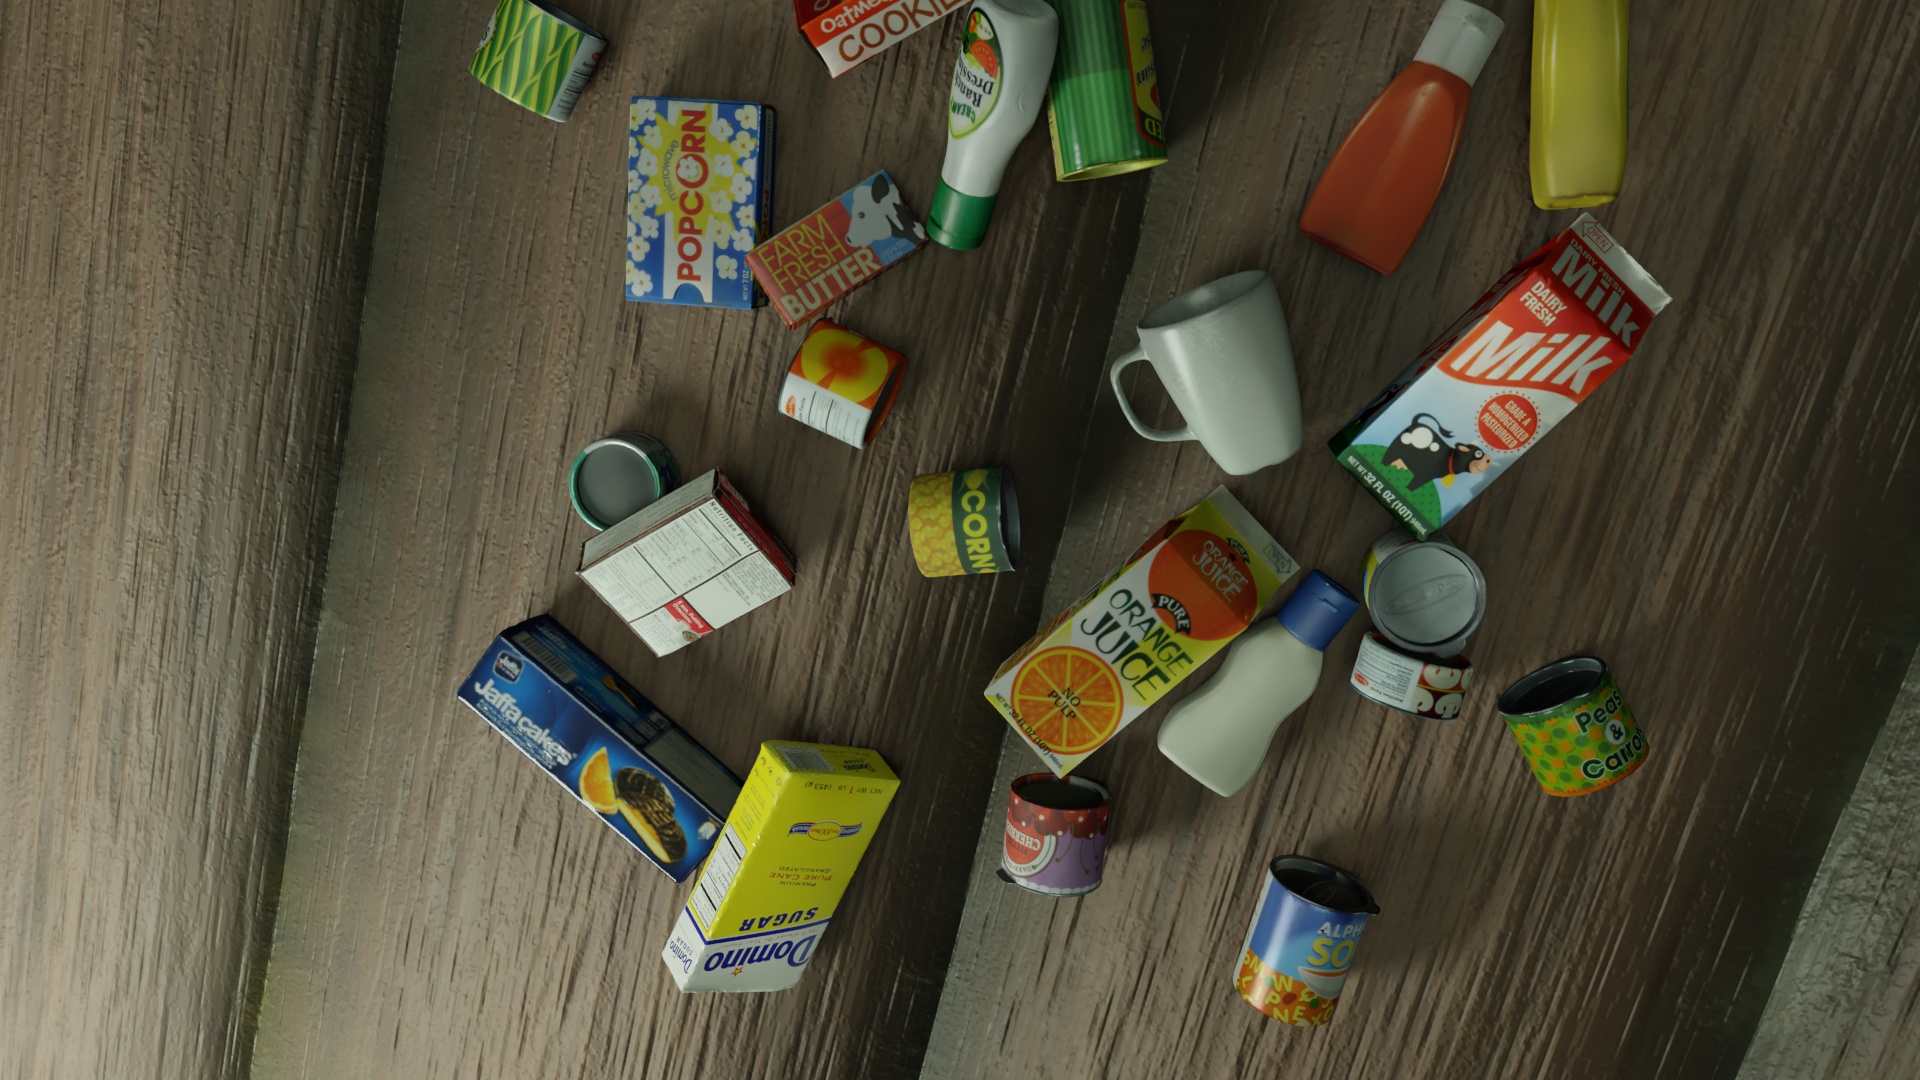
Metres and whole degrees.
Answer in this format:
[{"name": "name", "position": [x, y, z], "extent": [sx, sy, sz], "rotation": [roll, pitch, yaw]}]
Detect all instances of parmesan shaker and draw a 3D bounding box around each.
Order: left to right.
[{"name": "parmesan shaker", "position": [0.080, -0.265, 0.802], "extent": [0.071, 0.071, 0.103], "rotation": [-8, 99, 12]}]

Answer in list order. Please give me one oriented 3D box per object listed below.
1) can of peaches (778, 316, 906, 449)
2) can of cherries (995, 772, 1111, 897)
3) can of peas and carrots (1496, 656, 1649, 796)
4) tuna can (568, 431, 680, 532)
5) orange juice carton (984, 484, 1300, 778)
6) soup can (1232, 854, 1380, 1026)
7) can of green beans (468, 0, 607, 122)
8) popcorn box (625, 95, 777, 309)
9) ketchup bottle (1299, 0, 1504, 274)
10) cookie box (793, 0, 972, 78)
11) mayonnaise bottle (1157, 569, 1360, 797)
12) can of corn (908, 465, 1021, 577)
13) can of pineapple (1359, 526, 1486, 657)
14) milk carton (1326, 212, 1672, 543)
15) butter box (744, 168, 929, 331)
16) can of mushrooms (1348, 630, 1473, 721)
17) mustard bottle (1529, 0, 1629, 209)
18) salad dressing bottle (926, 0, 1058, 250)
[{"name": "can of peaches", "position": [-0.071, -0.099, 0.865], "extent": [0.058, 0.071, 0.071], "rotation": [25, 104, 5]}, {"name": "can of cherries", "position": [0.059, 0.187, 0.890], "extent": [0.071, 0.071, 0.058], "rotation": [8, 102, 9]}, {"name": "can of peas and carrots", "position": [0.364, 0.110, 0.821], "extent": [0.071, 0.071, 0.058], "rotation": [-29, 95, 14]}, {"name": "tuna can", "position": [-0.223, -0.035, 0.920], "extent": [0.071, 0.033, 0.071], "rotation": [2, 100, 10]}, {"name": "orange juice carton", "position": [0.111, 0.053, 0.855], "extent": [0.192, 0.073, 0.072], "rotation": [-42, 91, 14]}, {"name": "soup can", "position": [0.217, 0.253, 0.875], "extent": [0.071, 0.071, 0.083], "rotation": [16, 104, 7]}, {"name": "can of green beans", "position": [-0.262, -0.301, 0.860], "extent": [0.071, 0.071, 0.057], "rotation": [33, 105, 3]}, {"name": "popcorn box", "position": [-0.163, -0.212, 0.874], "extent": [0.085, 0.038, 0.126], "rotation": [6, 101, 8]}, {"name": "ketchup bottle", "position": [0.255, -0.230, 0.791], "extent": [0.065, 0.043, 0.148], "rotation": [28, 104, 3]}, {"name": "cookie box", "position": [-0.017, -0.345, 0.782], "extent": [0.167, 0.123, 0.040], "rotation": [-24, 137, 14]}, {"name": "mayonnaise bottle", "position": [0.188, 0.086, 0.864], "extent": [0.065, 0.041, 0.147], "rotation": [36, 103, 1]}, {"name": "can of corn", "position": [0.003, -0.011, 0.864], "extent": [0.058, 0.071, 0.071], "rotation": [-5, 100, 12]}, {"name": "can of pineapple", "position": [0.274, 0.029, 0.828], "extent": [0.071, 0.058, 0.071], "rotation": [2, 101, 10]}, {"name": "milk carton", "position": [0.306, -0.093, 0.792], "extent": [0.072, 0.073, 0.190], "rotation": [46, 104, 0]}, {"name": "butter box", "position": [-0.076, -0.178, 0.852], "extent": [0.104, 0.024, 0.053], "rotation": [-35, 93, -10]}, {"name": "can of mushrooms", "position": [0.273, 0.080, 0.836], "extent": [0.071, 0.071, 0.033], "rotation": [15, 102, 7]}, {"name": "mustard bottle", "position": [0.339, -0.265, 0.760], "extent": [0.049, 0.065, 0.160], "rotation": [1, 97, 15]}, {"name": "salad dressing bottle", "position": [0.015, -0.241, 0.807], "extent": [0.064, 0.044, 0.146], "rotation": [55, 141, 37]}]
